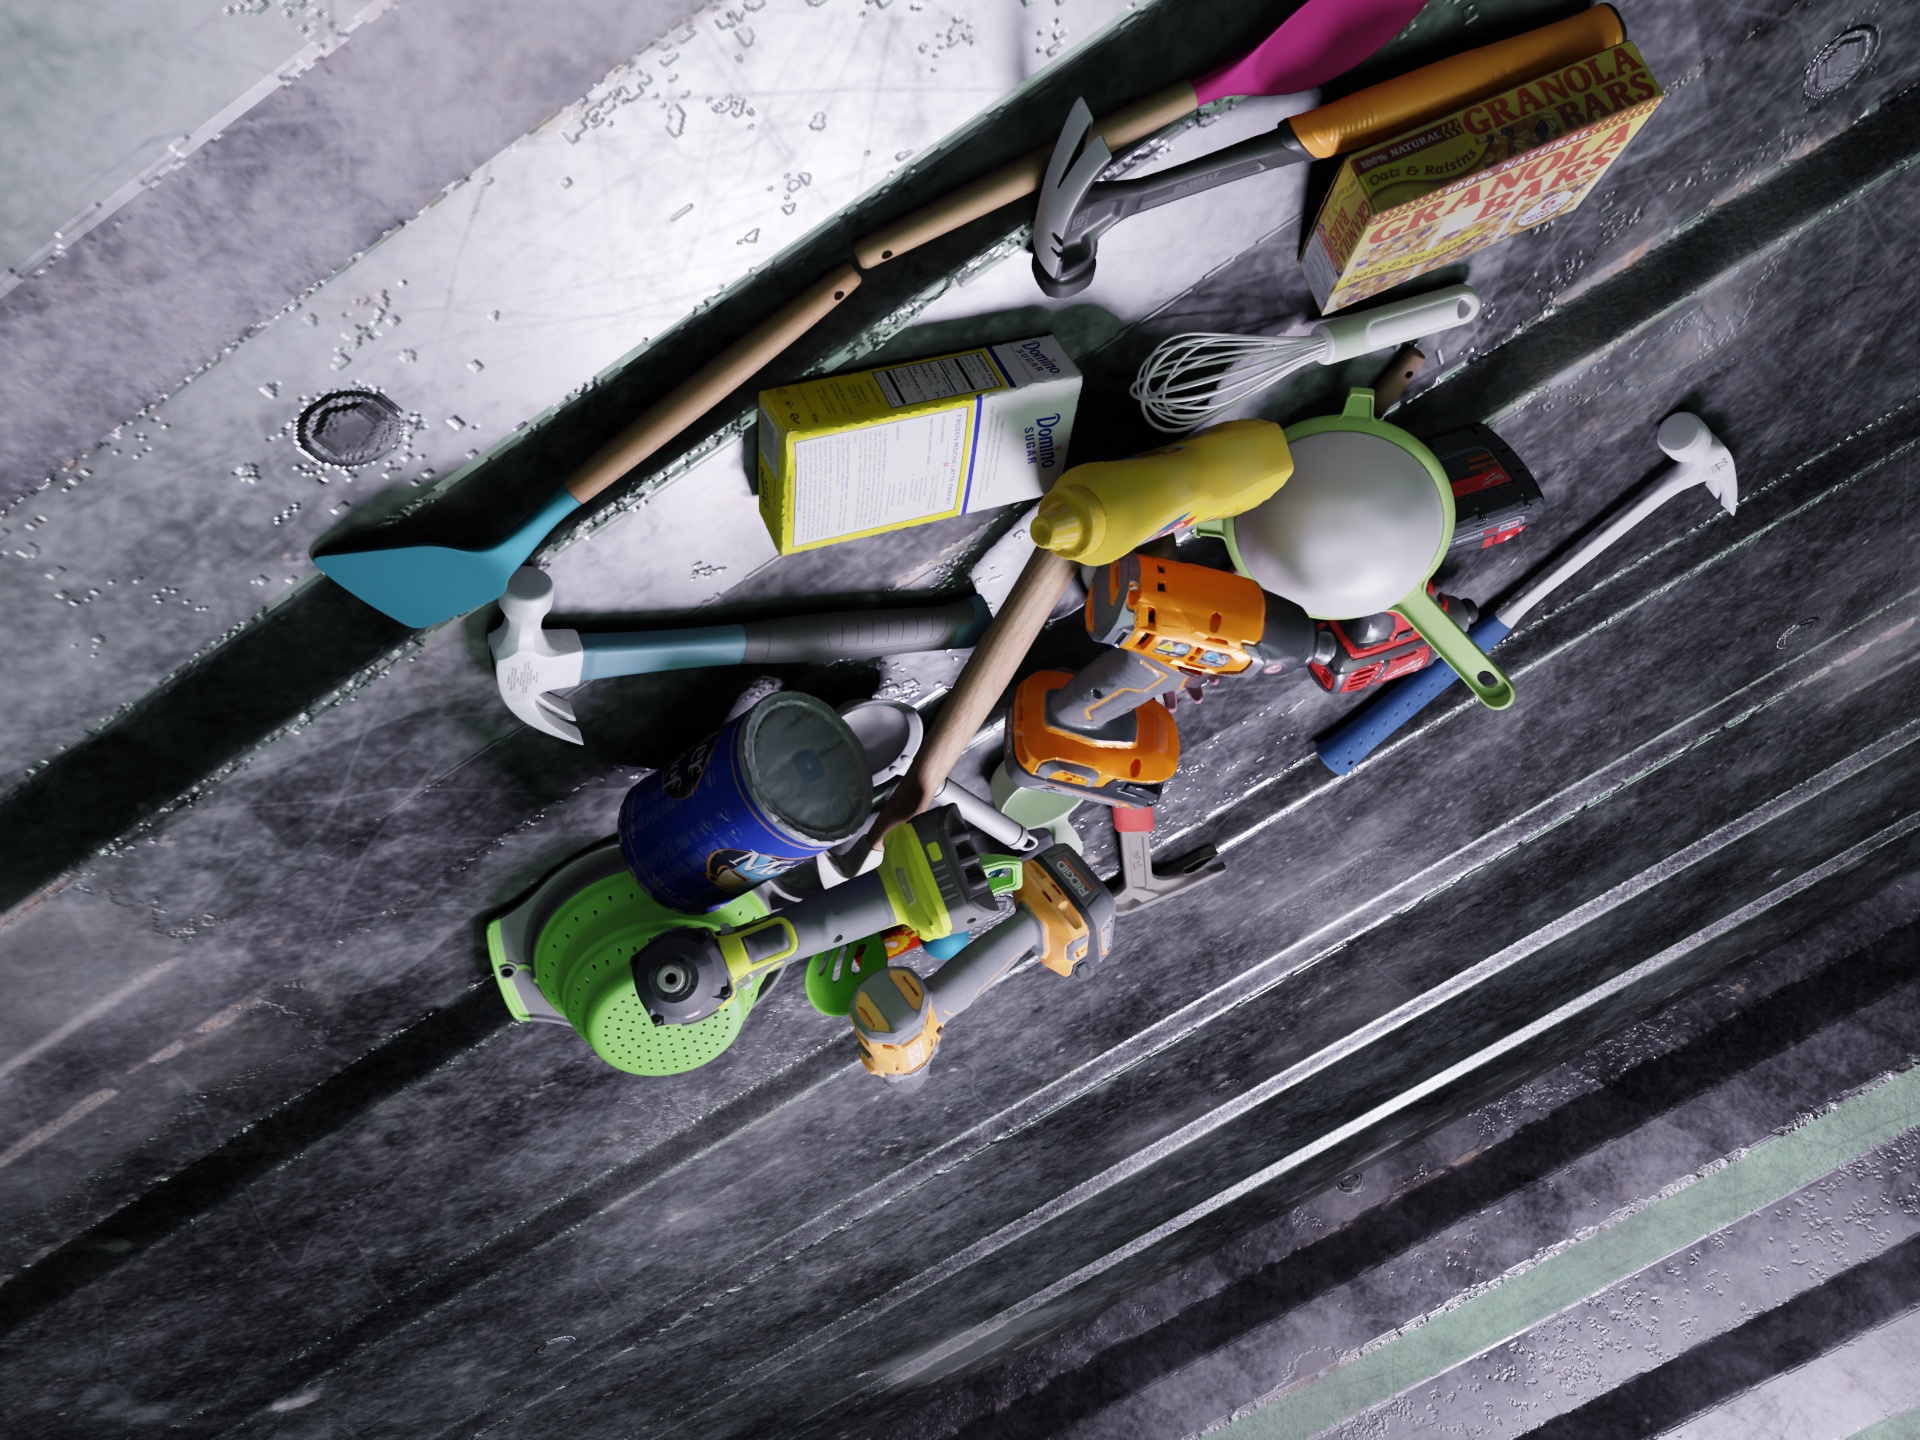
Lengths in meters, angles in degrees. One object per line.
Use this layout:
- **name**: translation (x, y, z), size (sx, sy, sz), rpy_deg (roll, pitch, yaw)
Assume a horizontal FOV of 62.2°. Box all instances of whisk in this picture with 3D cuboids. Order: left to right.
- **whisk**: translation (0.212, -0.224, 0.957), size (0.246, 0.059, 0.057), rpy_deg (-19, 120, -18)

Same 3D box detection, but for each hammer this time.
- **hammer**: translation (-0.123, -0.049, 0.984), size (0.331, 0.033, 0.128), rpy_deg (-6, 142, -28)
- **hammer**: translation (-0.002, -0.003, 1.054), size (0.130, 0.031, 0.331), rpy_deg (10, 122, -37)
- **hammer**: translation (0.153, 0.068, 1.337), size (0.149, 0.037, 0.358), rpy_deg (-22, 148, -5)
- **hammer**: translation (0.197, -0.310, 0.814), size (0.337, 0.034, 0.127), rpy_deg (-22, 167, -11)
- **hammer**: translation (0.466, -0.088, 1.330), size (0.144, 0.035, 0.405), rpy_deg (17, 128, -47)

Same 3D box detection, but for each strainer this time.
- **strainer**: translation (-0.027, 0.041, 1.133), size (0.087, 0.050, 0.258), rpy_deg (-42, 132, 15)
- **strainer**: translation (0.283, -0.083, 1.052), size (0.256, 0.069, 0.151), rpy_deg (43, 122, -15)

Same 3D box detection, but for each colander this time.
- **colander**: translation (-0.137, 0.172, 1.160), size (0.397, 0.095, 0.204), rpy_deg (-11, 129, -9)

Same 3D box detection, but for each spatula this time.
- **spatula**: translation (-0.185, -0.142, 0.823), size (0.317, 0.044, 0.082), rpy_deg (-36, 146, 6)

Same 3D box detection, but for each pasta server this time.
- **pasta server**: translation (0.220, -0.126, 1.107), size (0.060, 0.040, 0.316), rpy_deg (13, 131, -30)

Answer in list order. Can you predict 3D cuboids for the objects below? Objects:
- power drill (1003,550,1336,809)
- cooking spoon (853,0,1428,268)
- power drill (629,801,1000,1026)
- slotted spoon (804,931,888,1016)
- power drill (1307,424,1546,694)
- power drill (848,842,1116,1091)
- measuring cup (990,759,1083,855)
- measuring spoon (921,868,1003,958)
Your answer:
- **power drill**: translation (0.135, -0.023, 1.066), size (0.164, 0.084, 0.226), rpy_deg (12, 148, -15)
- **cooking spoon**: translation (0.091, -0.300, 0.789), size (0.319, 0.017, 0.068), rpy_deg (-26, 158, 0)
- **power drill**: translation (-0.094, 0.129, 1.000), size (0.223, 0.080, 0.171), rpy_deg (-22, 174, -7)
- **slotted spoon**: translation (-0.053, 0.108, 1.216), size (0.070, 0.031, 0.313), rpy_deg (5, 126, -27)
- **power drill**: translation (0.343, -0.109, 1.183), size (0.143, 0.079, 0.219), rpy_deg (-18, 149, -12)
- **power drill**: translation (0.015, 0.214, 1.296), size (0.226, 0.084, 0.185), rpy_deg (-33, 154, -16)
- **measuring cup**: translation (0.071, 0.068, 1.282), size (0.083, 0.038, 0.167), rpy_deg (-27, 149, 2)
- **measuring spoon**: translation (0.008, 0.160, 1.305), size (0.042, 0.021, 0.128), rpy_deg (-2, 142, -33)
